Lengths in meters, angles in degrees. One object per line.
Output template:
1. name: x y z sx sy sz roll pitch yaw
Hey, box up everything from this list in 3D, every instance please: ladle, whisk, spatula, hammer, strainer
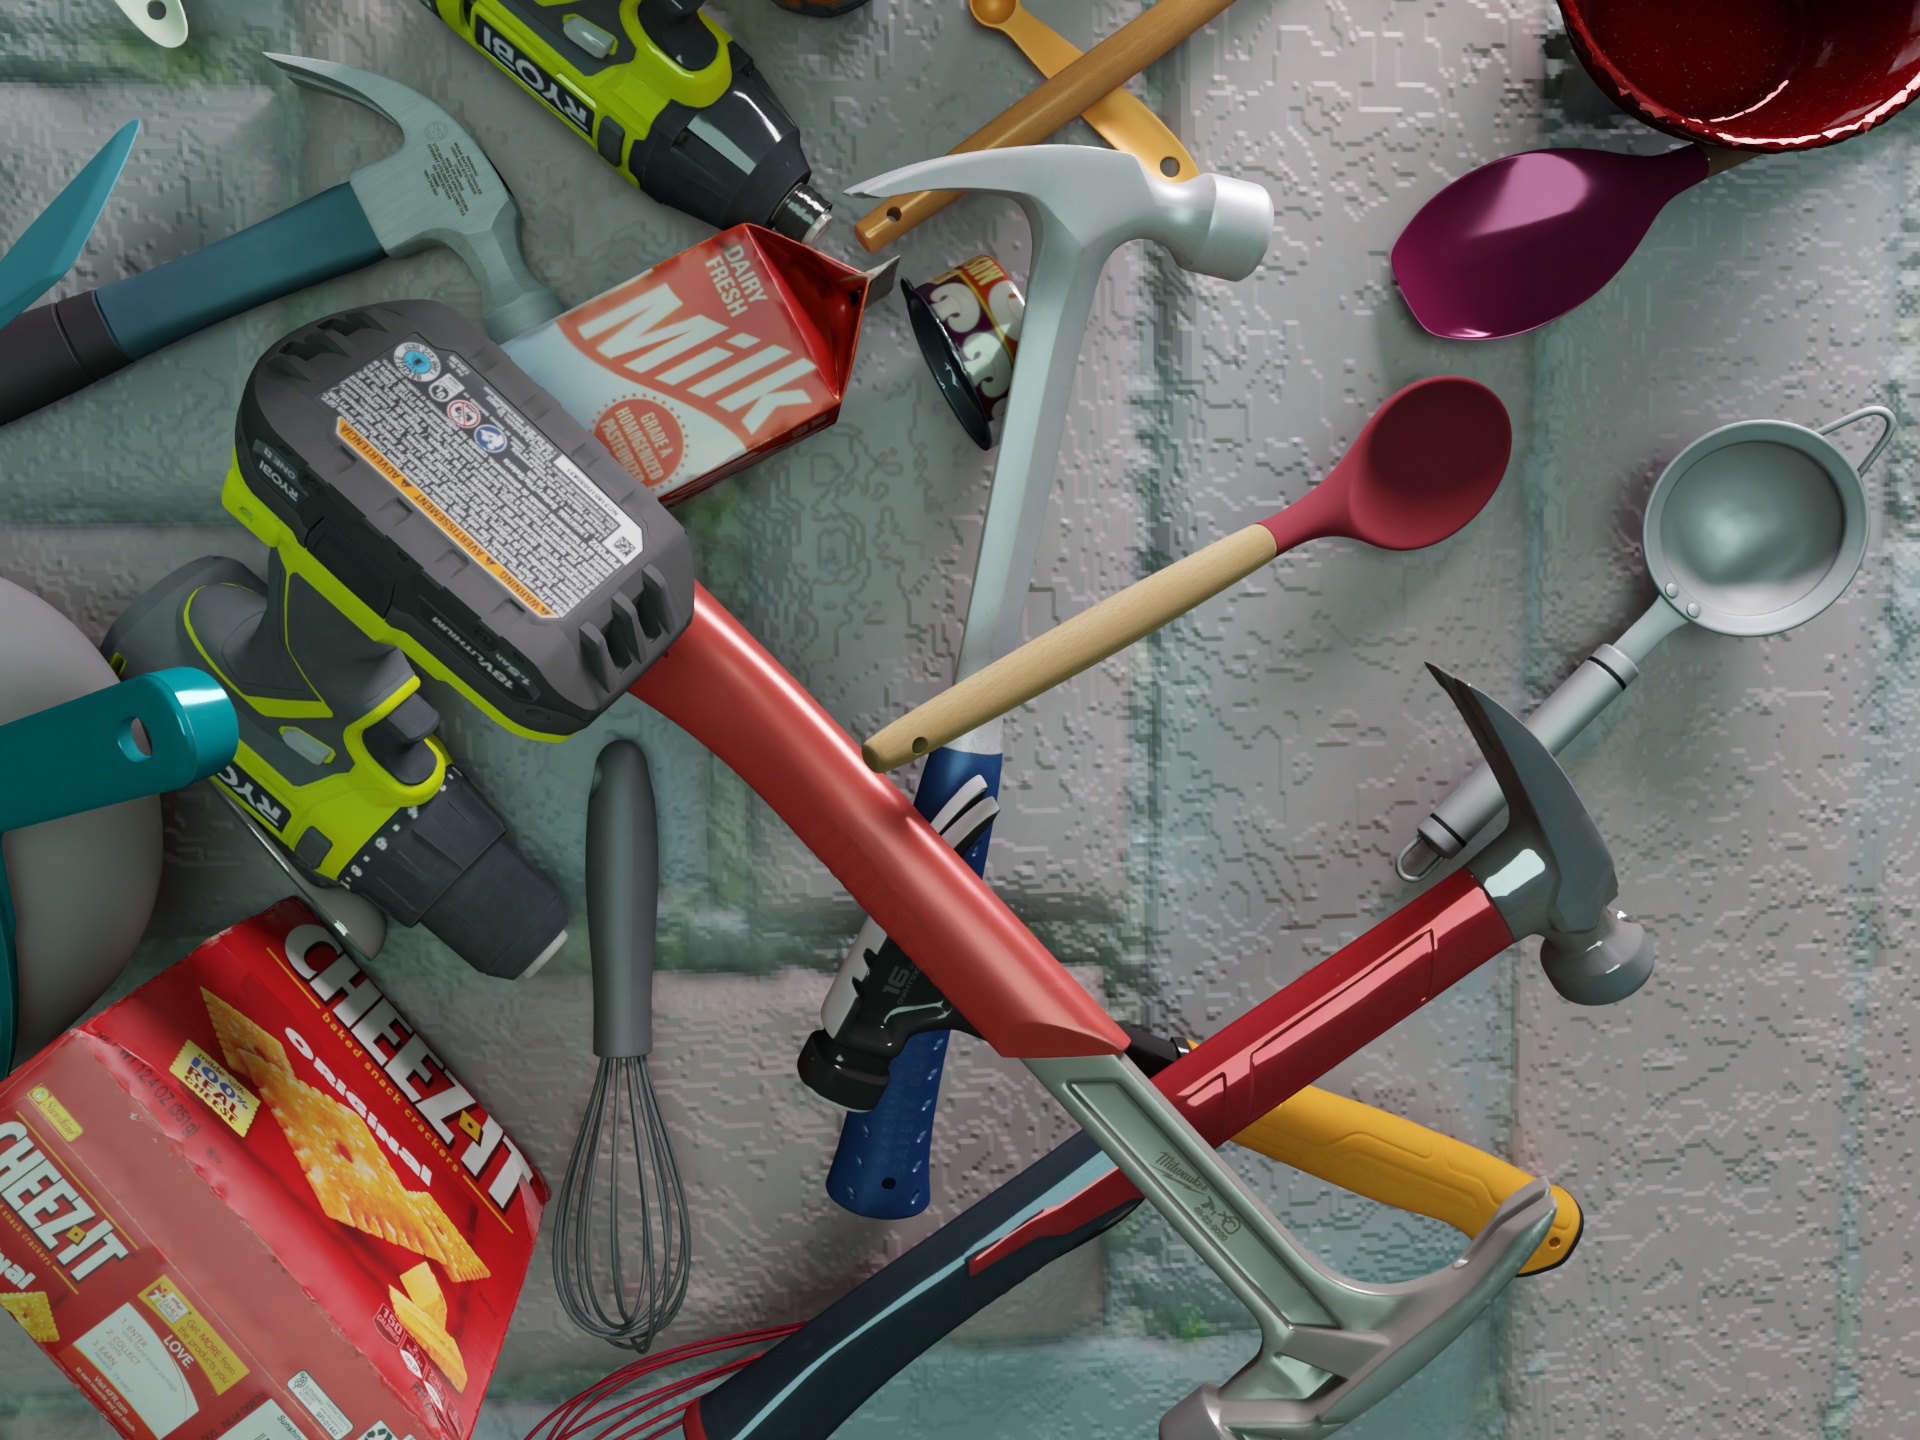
1. ladle: 0.092 -0.053 0.572 0.315 0.031 0.069 -29 121 -30
2. whisk: -0.049 0.248 0.632 0.296 0.073 0.073 -28 97 -9
3. spatula: -0.421 -0.139 0.541 0.317 0.044 0.082 -7 54 7
4. hammer: 0.112 0.141 0.615 0.336 0.034 0.127 25 101 -19
5. whisk: -0.131 0.127 0.620 0.055 0.055 0.239 0 90 -6
6. strainer: 0.270 -0.029 0.648 0.087 0.050 0.258 44 95 -2
7. strainer: -0.291 0.014 0.504 0.340 0.095 0.211 -11 99 37
8. hammer: -0.001 -0.002 0.583 0.144 0.035 0.405 7 106 -17
9. spatula: 0.092 -0.276 0.602 0.322 0.041 0.081 -37 98 -5
10. hammer: -0.322 -0.138 0.582 0.331 0.033 0.128 -24 97 -3
11. hammer: 0.057 0.139 0.564 0.386 0.038 0.143 -35 110 1
12. hammer: 0.016 0.074 0.521 0.149 0.036 0.359 -44 83 11

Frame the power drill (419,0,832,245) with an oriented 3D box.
1. power drill: -0.094 -0.249 0.500 0.171 0.223 0.080 39 72 -6

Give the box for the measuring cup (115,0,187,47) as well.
1. measuring cup: -0.322 -0.312 0.566 0.083 0.038 0.167 -31 99 -2

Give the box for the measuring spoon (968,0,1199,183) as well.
1. measuring spoon: 0.049 -0.246 0.623 0.117 0.011 0.021 39 86 -11

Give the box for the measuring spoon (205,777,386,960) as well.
1. measuring spoon: -0.261 0.041 0.608 0.018 0.034 0.124 -42 93 -24

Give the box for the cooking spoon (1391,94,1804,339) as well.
1. cooking spoon: 0.321 -0.236 0.645 0.319 0.017 0.069 -25 87 -3

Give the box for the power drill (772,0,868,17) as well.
1. power drill: 0.027 -0.334 0.536 0.226 0.164 0.084 -28 95 -5

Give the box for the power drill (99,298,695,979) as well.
1. power drill: -0.181 -0.010 0.530 0.190 0.228 0.080 44 48 -7
